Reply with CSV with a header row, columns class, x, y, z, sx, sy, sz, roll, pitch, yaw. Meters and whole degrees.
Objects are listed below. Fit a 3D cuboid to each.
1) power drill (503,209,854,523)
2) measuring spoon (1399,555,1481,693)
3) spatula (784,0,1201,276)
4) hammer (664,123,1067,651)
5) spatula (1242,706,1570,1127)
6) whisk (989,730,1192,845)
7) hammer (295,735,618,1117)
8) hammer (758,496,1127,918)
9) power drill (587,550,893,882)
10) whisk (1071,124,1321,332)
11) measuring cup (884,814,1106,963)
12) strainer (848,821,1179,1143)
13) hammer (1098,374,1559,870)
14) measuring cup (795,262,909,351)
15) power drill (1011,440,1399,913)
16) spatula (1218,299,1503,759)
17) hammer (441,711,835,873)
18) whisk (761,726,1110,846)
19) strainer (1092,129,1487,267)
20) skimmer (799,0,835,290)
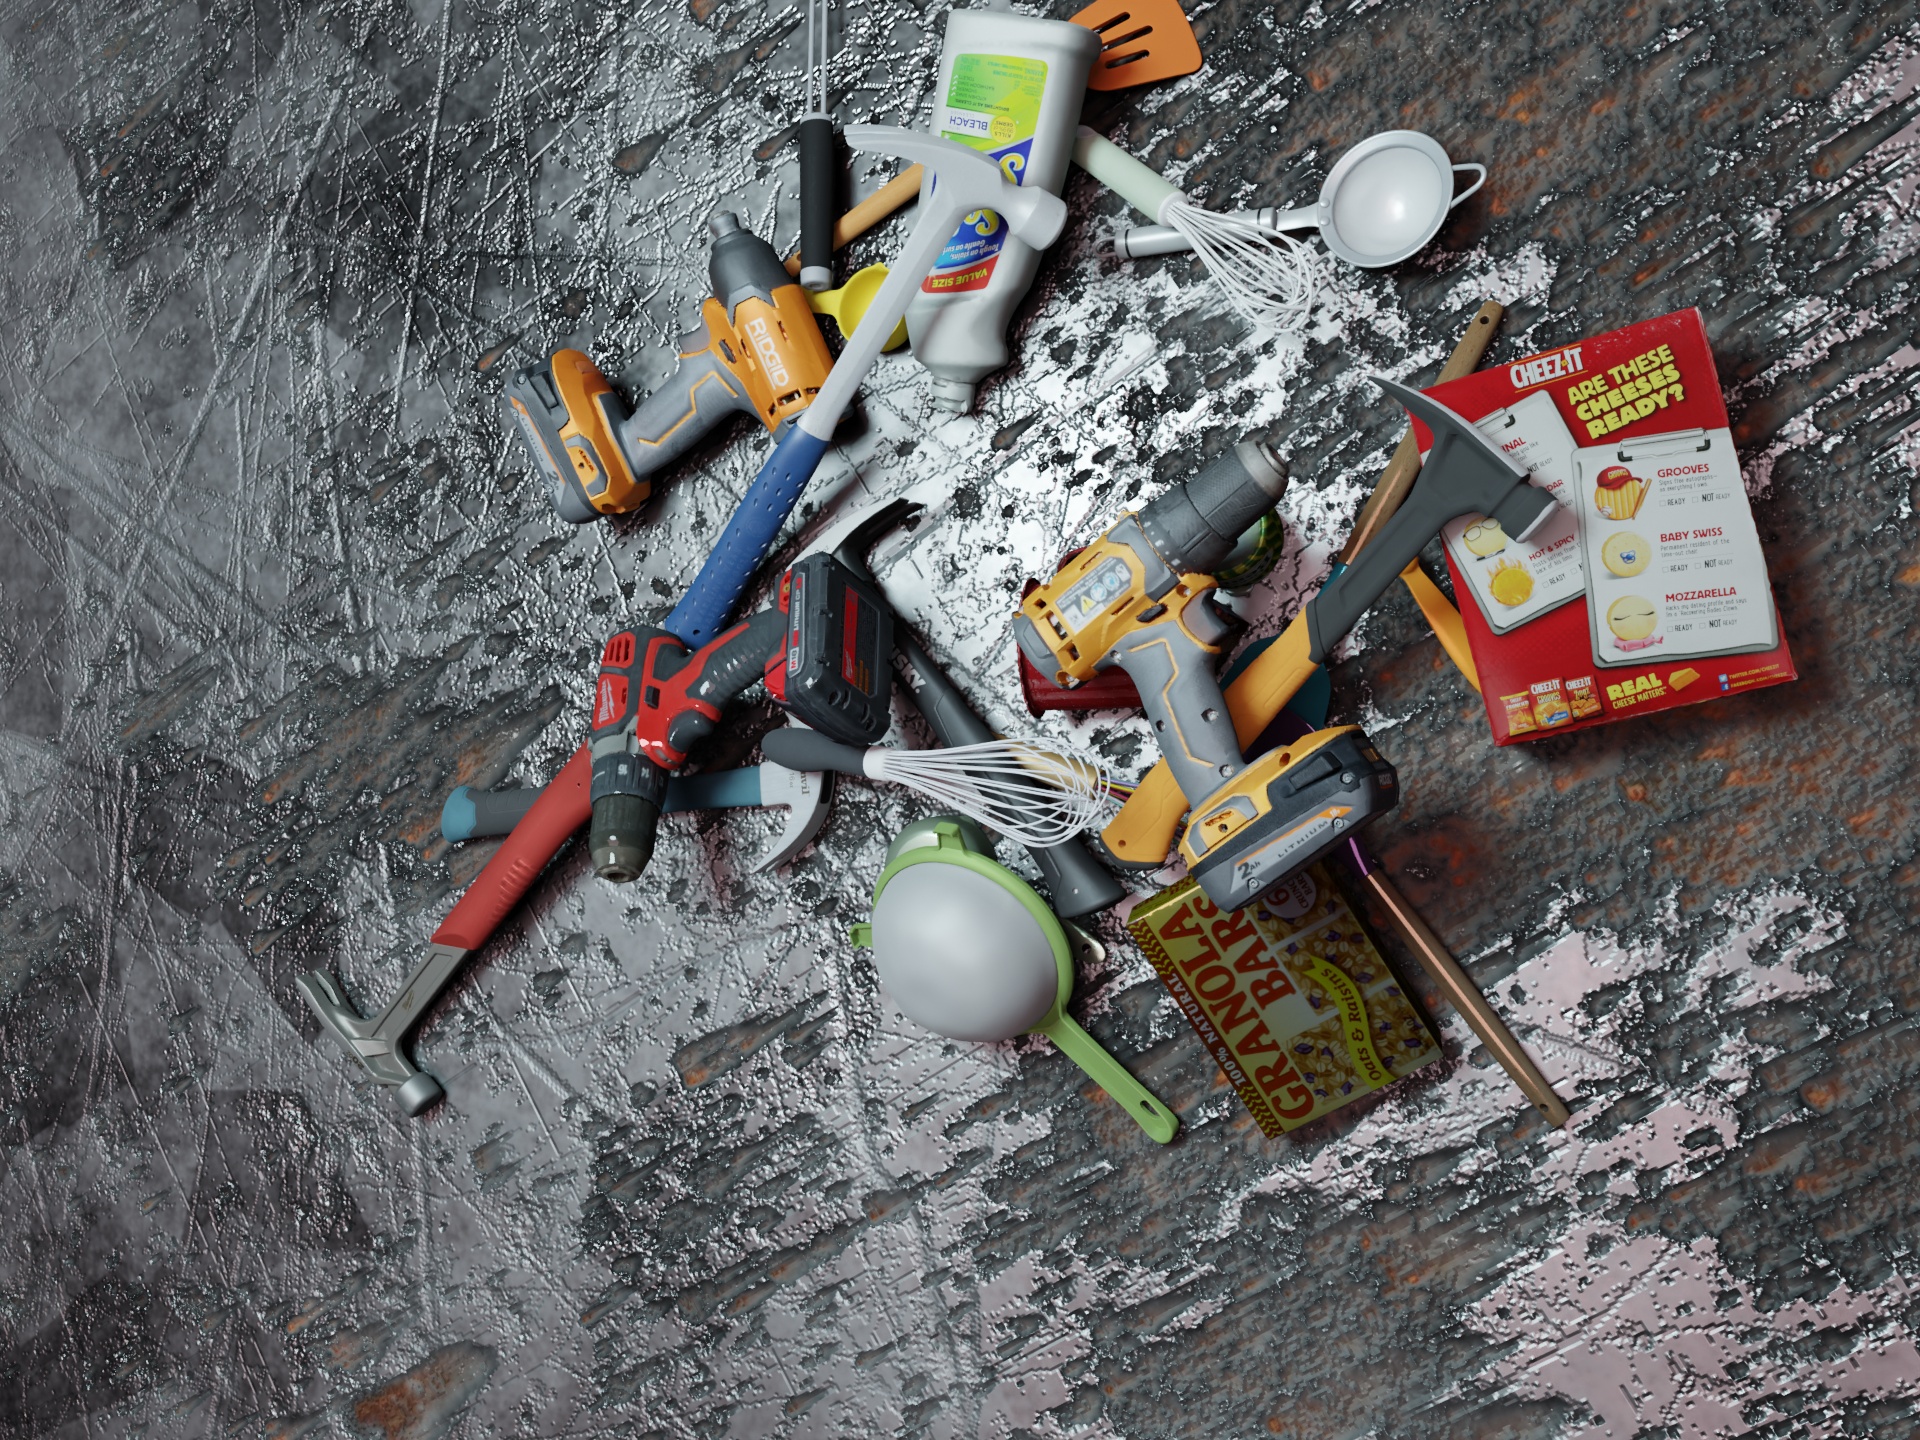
class,x,y,z,sx,sy,sz,roll,pitch,yaw
power drill,-0.206,-0.249,1.134,0.226,0.084,0.164,-20,99,18
measuring spoon,0.300,-0.059,0.973,0.021,0.011,0.117,-35,89,1
spatula,0.010,-0.399,1.103,0.322,0.041,0.081,-29,80,22
hammer,-0.098,-0.206,1.064,0.144,0.035,0.405,23,122,-23
spatula,0.270,0.115,0.984,0.316,0.018,0.059,54,129,12
whisk,0.111,0.052,1.043,0.245,0.047,0.051,19,97,25
hammer,-0.368,0.137,1.200,0.149,0.036,0.359,46,111,11
hammer,-0.002,-0.003,1.065,0.146,0.035,0.335,-47,67,19
power drill,-0.159,0.000,1.058,0.227,0.080,0.188,-19,54,28
whisk,0.140,-0.319,1.008,0.247,0.058,0.059,49,148,36
measuring cup,0.021,0.122,1.073,0.168,0.038,0.083,27,98,22
strainer,0.032,0.196,1.028,0.256,0.069,0.151,43,133,4
hammer,0.189,-0.041,0.946,0.127,0.034,0.336,45,114,16
measuring cup,-0.096,-0.298,1.144,0.157,0.029,0.062,15,94,33
power drill,0.155,-0.029,0.904,0.185,0.084,0.226,-40,73,24
spatula,0.256,-0.118,1.000,0.082,0.044,0.317,31,95,20
hammer,-0.245,0.057,1.183,0.331,0.033,0.128,-7,85,21
whisk,-0.025,0.031,1.028,0.285,0.070,0.070,9,92,38
strainer,0.205,-0.319,1.016,0.258,0.050,0.087,0,83,27
skimmer,-0.113,-0.488,1.107,0.127,0.090,0.363,-2,84,21
